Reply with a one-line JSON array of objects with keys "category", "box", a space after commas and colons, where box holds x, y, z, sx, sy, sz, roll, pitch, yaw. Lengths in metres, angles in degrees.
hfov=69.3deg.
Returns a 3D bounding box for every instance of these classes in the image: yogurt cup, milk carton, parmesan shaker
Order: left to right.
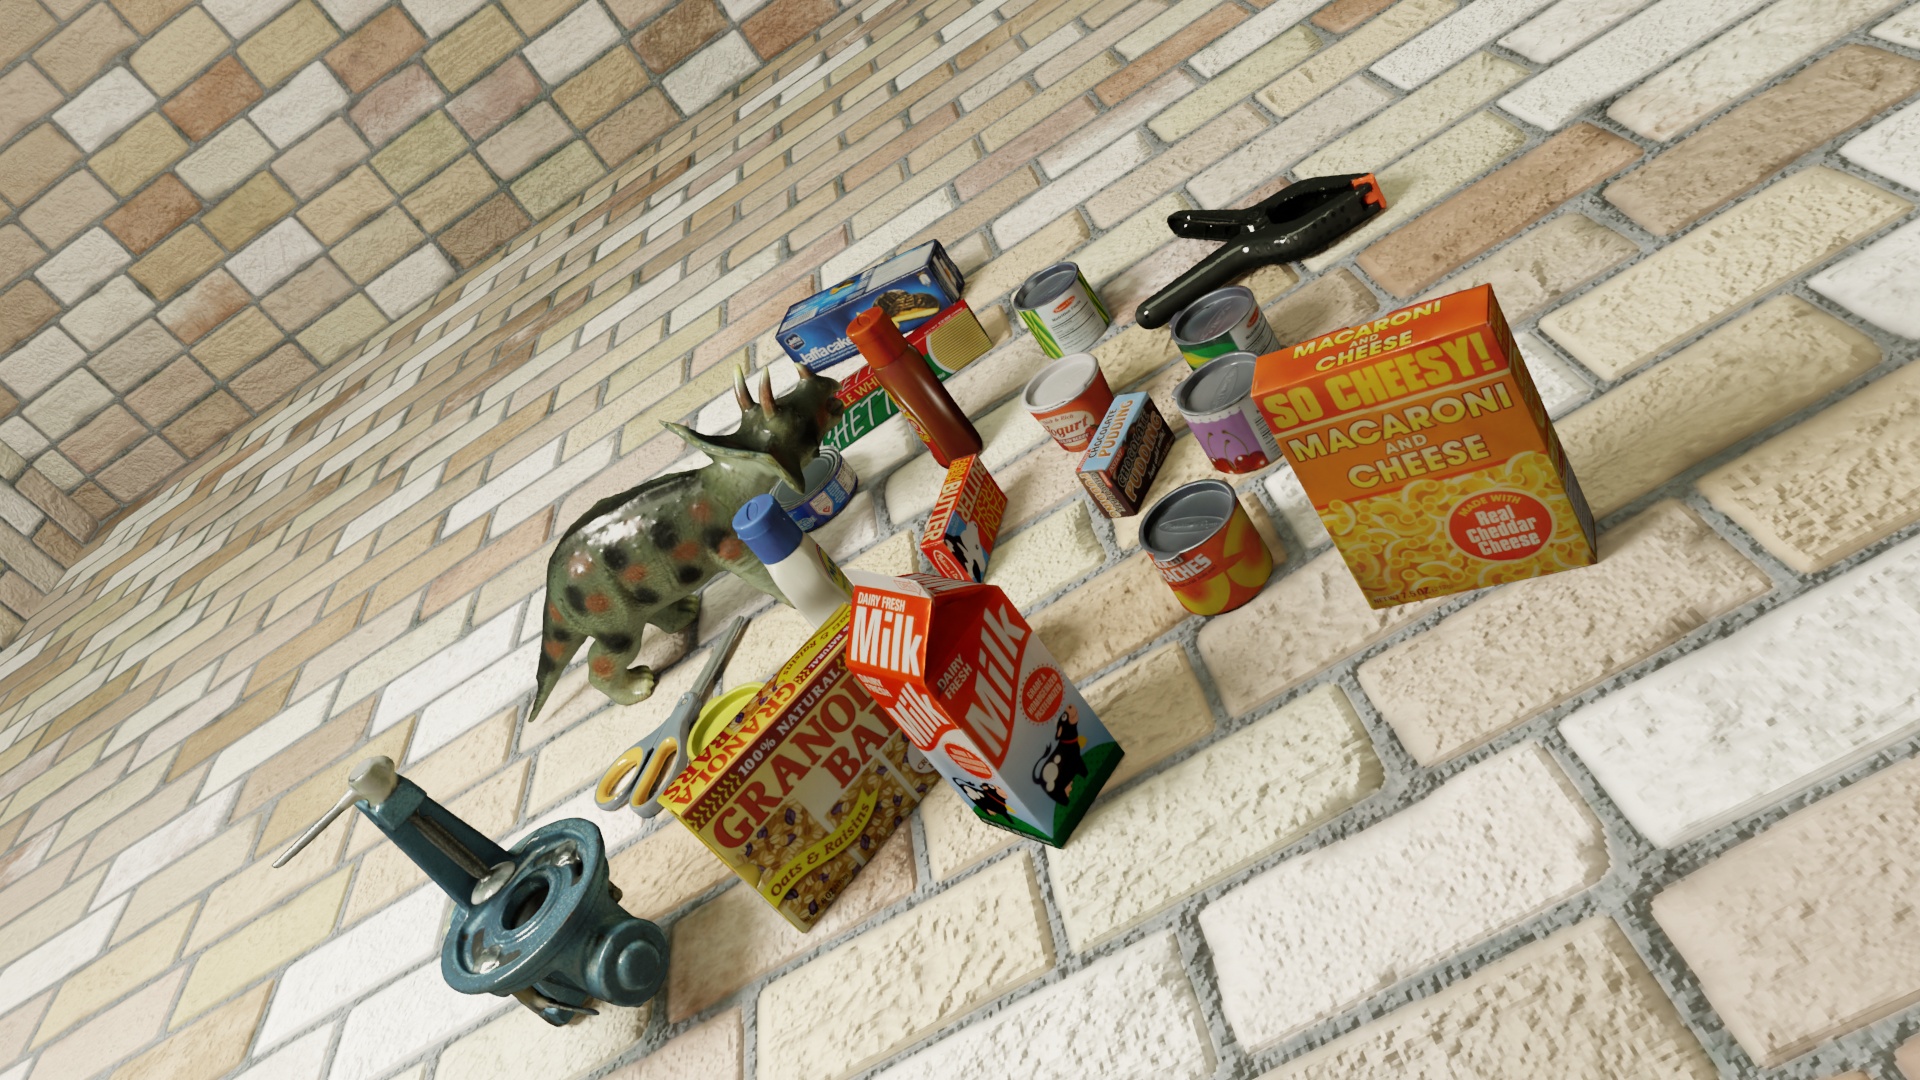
[{"category": "parmesan shaker", "box": [-0.121, 0.149, 0.905, 0.071, 0.102, 0.072, -27, 31, 18]}, {"category": "milk carton", "box": [0.006, 0.083, 0.777, 0.072, 0.190, 0.074, 6, 51, 50]}, {"category": "yogurt cup", "box": [0.090, -0.107, 1.090, 0.072, 0.053, 0.073, -26, 31, 18]}]

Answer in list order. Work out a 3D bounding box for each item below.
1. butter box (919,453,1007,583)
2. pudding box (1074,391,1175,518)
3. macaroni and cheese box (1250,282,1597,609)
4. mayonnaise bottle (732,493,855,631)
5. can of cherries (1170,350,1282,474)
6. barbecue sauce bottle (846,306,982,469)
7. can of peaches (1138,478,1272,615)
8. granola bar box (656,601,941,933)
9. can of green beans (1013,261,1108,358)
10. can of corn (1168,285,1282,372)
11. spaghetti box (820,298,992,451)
[{"category": "butter box", "box": [0.004, -0.013, 1.051, 0.024, 0.053, 0.104, -17, 35, 31]}, {"category": "pudding box", "box": [0.119, -0.062, 1.002, 0.030, 0.049, 0.084, -5, 42, 43]}, {"category": "macaroni and cheese box", "box": [0.244, -0.043, 0.729, 0.123, 0.166, 0.040, -16, 36, 32]}, {"category": "mayonnaise bottle", "box": [-0.107, 0.030, 1.012, 0.041, 0.147, 0.065, -34, 30, 7]}, {"category": "can of cherries", "box": [0.189, -0.088, 0.956, 0.071, 0.058, 0.072, -26, 31, 18]}, {"category": "barbecue sauce bottle", "box": [-0.039, -0.128, 1.159, 0.044, 0.148, 0.065, -38, 30, -1]}, {"category": "can of peaches", "box": [0.152, 0.006, 0.864, 0.071, 0.058, 0.071, -26, 31, 18]}, {"category": "granola bar box", "box": [-0.084, 0.140, 0.858, 0.166, 0.124, 0.039, -47, 31, -17]}, {"category": "can of green beans", "box": [0.089, -0.202, 1.220, 0.071, 0.057, 0.071, -26, 31, 18]}, {"category": "can of corn", "box": [0.196, -0.145, 1.029, 0.071, 0.058, 0.071, -26, 31, 18]}, {"category": "spaghetti box", "box": [-0.086, -0.137, 1.320, 0.250, 0.050, 0.029, -34, 30, 5]}]
